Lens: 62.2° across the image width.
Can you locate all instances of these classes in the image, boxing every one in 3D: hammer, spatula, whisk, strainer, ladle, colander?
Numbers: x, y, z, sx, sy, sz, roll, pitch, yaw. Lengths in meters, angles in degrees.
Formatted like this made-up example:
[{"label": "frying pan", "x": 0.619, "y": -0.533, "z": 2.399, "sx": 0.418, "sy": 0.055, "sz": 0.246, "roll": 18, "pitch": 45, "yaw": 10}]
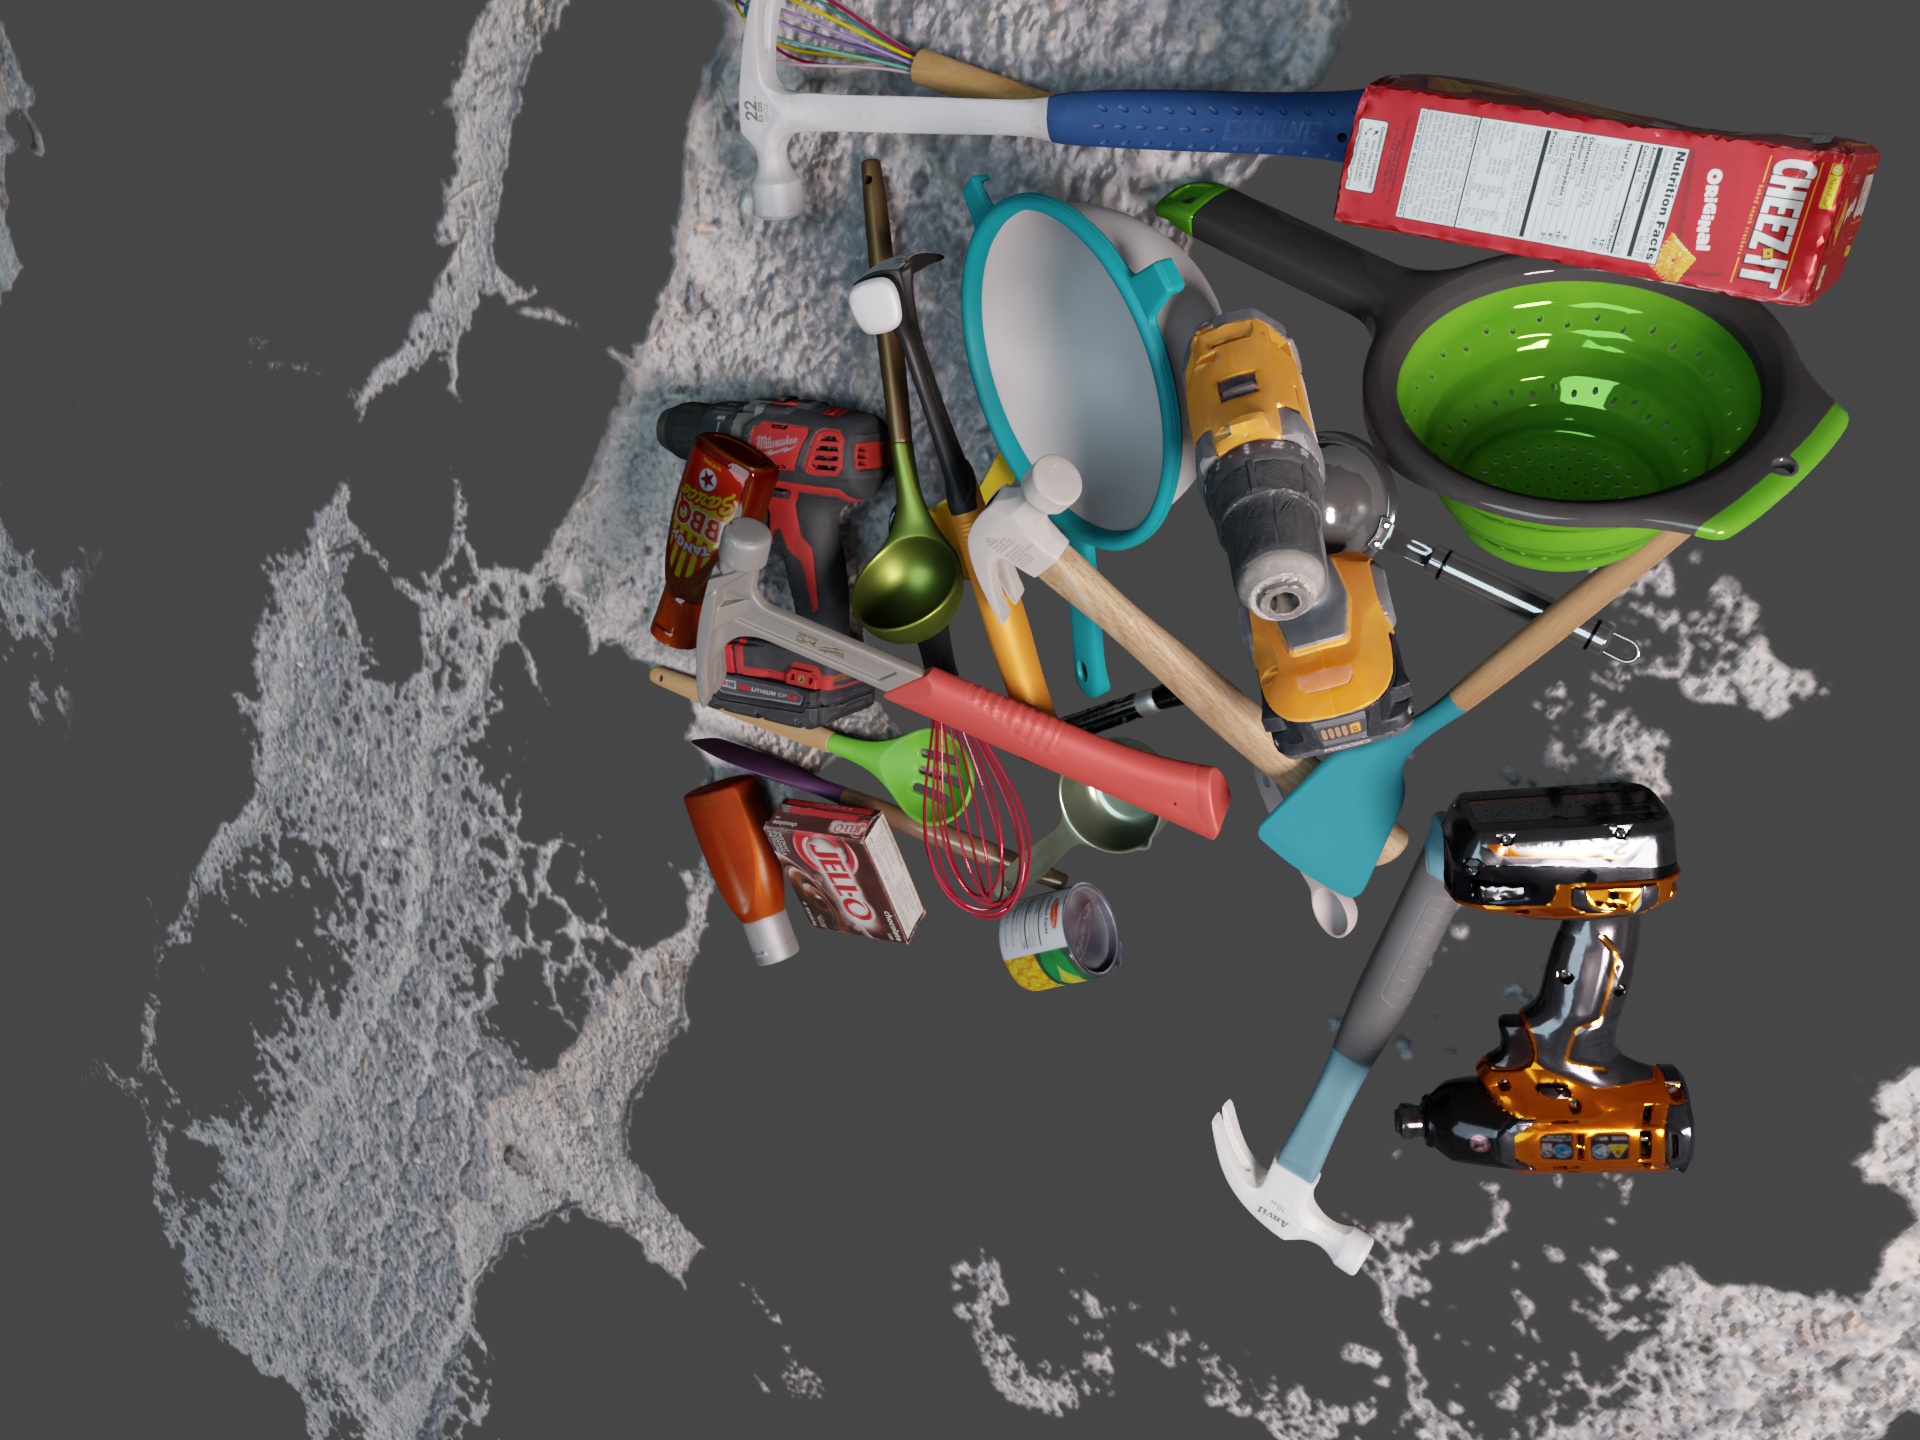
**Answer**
[{"label": "hammer", "x": 0.140, "y": -0.022, "z": 0.959, "sx": 0.331, "sy": 0.031, "sz": 0.130, "roll": 40, "pitch": 151, "yaw": -10}, {"label": "spatula", "x": -0.065, "y": 0.065, "z": 1.180, "sx": 0.316, "sy": 0.059, "sz": 0.018, "roll": 20, "pitch": 101, "yaw": 21}, {"label": "hammer", "x": -0.002, "y": -0.003, "z": 1.018, "sx": 0.359, "sy": 0.037, "sz": 0.149, "roll": 23, "pitch": 133, "yaw": 7}, {"label": "spatula", "x": 0.301, "y": -0.019, "z": 0.889, "sx": 0.082, "sy": 0.044, "sz": 0.317, "roll": 34, "pitch": 123, "yaw": -17}, {"label": "whisk", "x": -0.007, "y": -0.010, "z": 1.089, "sx": 0.073, "sy": 0.073, "sz": 0.296, "roll": -18, "pitch": 81, "yaw": 35}, {"label": "whisk", "x": -0.043, "y": -0.422, "z": 1.013, "sx": 0.245, "sy": 0.051, "sz": 0.047, "roll": 27, "pitch": 139, "yaw": 18}, {"label": "hammer", "x": 0.008, "y": -0.129, "z": 1.015, "sx": 0.034, "sy": 0.127, "sz": 0.336, "roll": -12, "pitch": 112, "yaw": 17}, {"label": "strainer", "x": 0.100, "y": -0.165, "z": 0.975, "sx": 0.211, "sy": 0.095, "sz": 0.340, "roll": 42, "pitch": 150, "yaw": 44}, {"label": "ladle", "x": -0.047, "y": -0.209, "z": 1.043, "sx": 0.078, "sy": 0.062, "sz": 0.320, "roll": -5, "pitch": 92, "yaw": 23}, {"label": "hammer", "x": 0.044, "y": -0.364, "z": 0.945, "sx": 0.405, "sy": 0.035, "sz": 0.144, "roll": 11, "pitch": 125, "yaw": 23}, {"label": "colander", "x": 0.258, "y": -0.187, "z": 0.860, "sx": 0.397, "sy": 0.204, "sz": 0.094, "roll": 39, "pitch": 159, "yaw": 34}, {"label": "hammer", "x": 0.260, "y": 0.205, "z": 1.026, "sx": 0.128, "sy": 0.033, "sz": 0.330, "roll": 28, "pitch": 118, "yaw": 21}, {"label": "strainer", "x": 0.269, "y": -0.096, "z": 0.918, "sx": 0.258, "sy": 0.050, "sz": 0.087, "roll": 29, "pitch": 109, "yaw": 18}]

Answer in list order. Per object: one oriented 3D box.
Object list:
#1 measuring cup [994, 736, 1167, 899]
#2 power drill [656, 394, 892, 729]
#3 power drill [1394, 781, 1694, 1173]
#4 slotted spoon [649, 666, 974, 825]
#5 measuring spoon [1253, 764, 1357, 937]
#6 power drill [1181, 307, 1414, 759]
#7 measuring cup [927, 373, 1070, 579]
[{"label": "measuring cup", "x": 0.081, "y": 0.073, "z": 1.094, "sx": 0.083, "sy": 0.038, "sz": 0.167, "roll": 51, "pitch": 127, "yaw": 8}, {"label": "power drill", "x": -0.140, "y": -0.121, "z": 1.148, "sx": 0.188, "sy": 0.080, "sz": 0.226, "roll": 12, "pitch": 109, "yaw": 29}, {"label": "power drill", "x": 0.330, "y": 0.157, "z": 0.914, "sx": 0.164, "sy": 0.084, "sz": 0.226, "roll": -5, "pitch": 105, "yaw": 11}, {"label": "slotted spoon", "x": -0.116, "y": 0.007, "z": 1.203, "sx": 0.314, "sy": 0.031, "sz": 0.070, "roll": 19, "pitch": 100, "yaw": 29}, {"label": "measuring spoon", "x": 0.220, "y": 0.079, "z": 1.010, "sx": 0.124, "sy": 0.018, "sz": 0.034, "roll": 66, "pitch": 156, "yaw": 17}, {"label": "power drill", "x": 0.174, "y": -0.073, "z": 0.821, "sx": 0.084, "sy": 0.186, "sz": 0.226, "roll": -15, "pitch": 136, "yaw": 16}, {"label": "measuring cup", "x": 0.032, "y": -0.163, "z": 1.059, "sx": 0.062, "sy": 0.029, "sz": 0.156, "roll": 38, "pitch": 112, "yaw": 11}]
